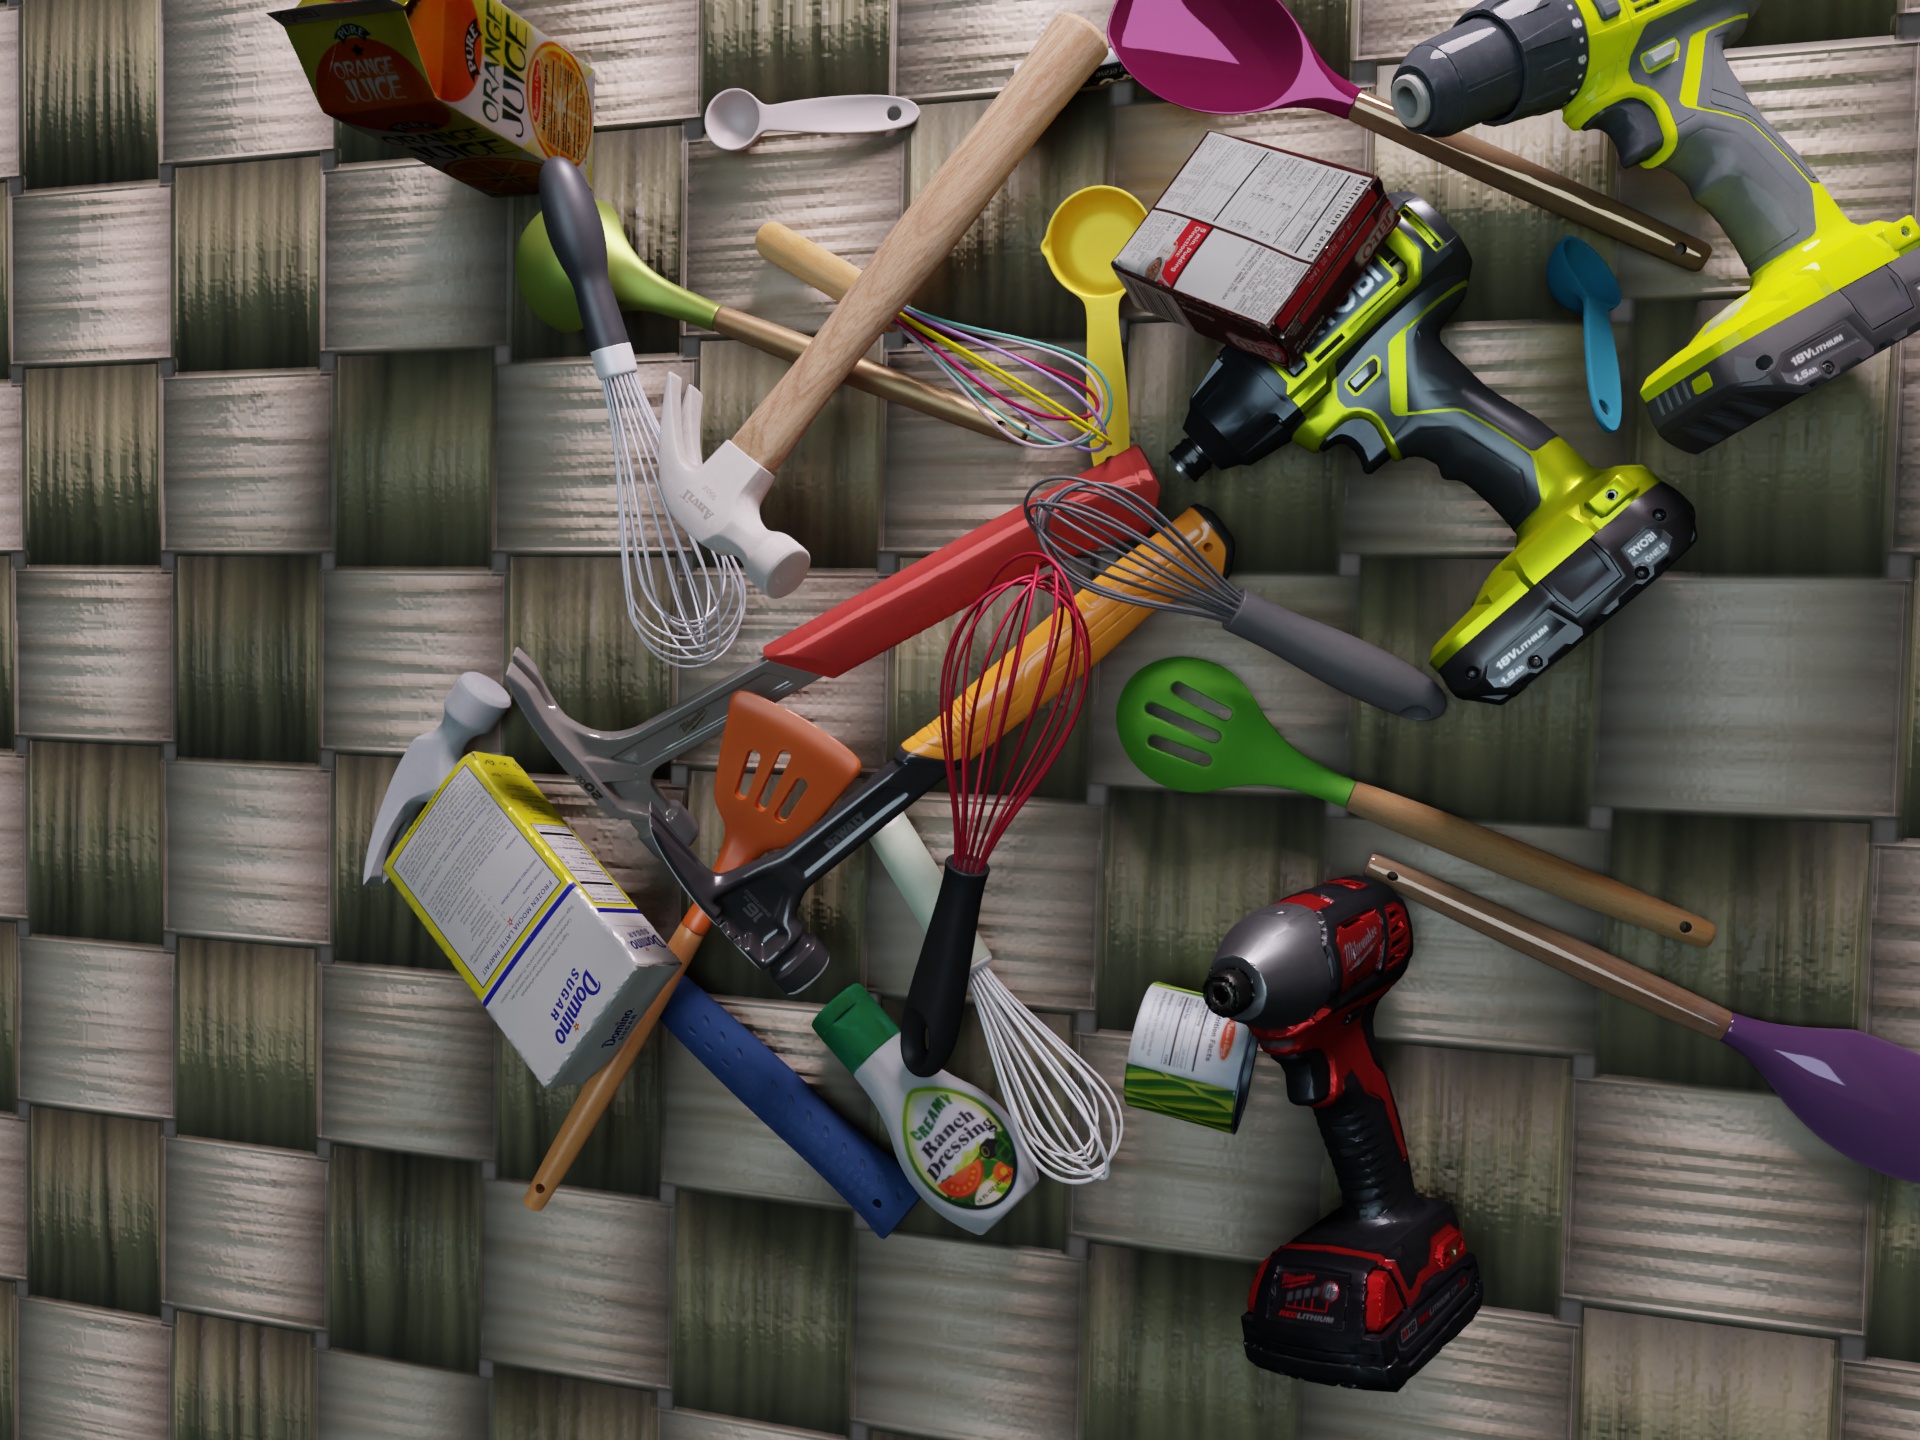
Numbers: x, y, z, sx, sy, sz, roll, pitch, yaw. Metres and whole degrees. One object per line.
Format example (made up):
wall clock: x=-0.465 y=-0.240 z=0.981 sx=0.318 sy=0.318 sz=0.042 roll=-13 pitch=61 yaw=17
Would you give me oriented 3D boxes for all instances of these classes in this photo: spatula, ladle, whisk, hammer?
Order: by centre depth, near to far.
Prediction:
spatula: x=0.346 y=0.139 z=0.775 sx=0.316 sy=0.018 sz=0.060 roll=25 pitch=99 yaw=14
whisk: x=0.138 y=-0.057 z=0.785 sx=0.239 sy=0.055 sz=0.055 roll=25 pitch=100 yaw=-8
whisk: x=0.008 y=0.056 z=0.800 sx=0.073 sy=0.073 sz=0.295 roll=19 pitch=113 yaw=15
hammer: x=-0.001 y=-0.003 z=0.829 sx=0.337 sy=0.034 sz=0.127 roll=-39 pitch=110 yaw=3
hammer: x=-0.040 y=-0.228 z=0.829 sx=0.130 sy=0.031 sz=0.331 roll=40 pitch=93 yaw=25
whisk: x=-0.017 y=-0.210 z=0.853 sx=0.245 sy=0.047 sz=0.051 roll=35 pitch=126 yaw=20
hammer: x=-0.061 y=-0.056 z=0.858 sx=0.359 sy=0.037 sz=0.149 roll=-28 pitch=119 yaw=12
whisk: x=0.011 y=0.142 z=0.866 sx=0.058 sy=0.059 sz=0.246 roll=-28 pitch=78 yaw=-21
whisk: x=-0.182 y=-0.166 z=0.876 sx=0.070 sy=0.070 sz=0.284 roll=-12 pitch=103 yaw=17
spatula: x=-0.163 y=0.137 z=0.880 sx=0.081 sy=0.041 sz=0.322 roll=31 pitch=95 yaw=4
ladle: x=-0.108 y=-0.216 z=0.896 sx=0.320 sy=0.062 sz=0.078 roll=22 pitch=99 yaw=8
hammer: x=-0.185 y=0.152 z=0.928 sx=0.405 sy=0.035 sz=0.144 roll=40 pitch=102 yaw=12

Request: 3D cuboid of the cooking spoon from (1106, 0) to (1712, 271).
cooking spoon: x=0.219 y=-0.294 z=0.788 sx=0.319 sy=0.017 sz=0.068 roll=28 pitch=109 yaw=10

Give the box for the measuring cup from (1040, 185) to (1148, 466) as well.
measuring cup: x=0.078 y=-0.202 z=0.847 sx=0.062 sy=0.029 sz=0.156 roll=-1 pitch=103 yaw=13

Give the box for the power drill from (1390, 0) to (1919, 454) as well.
power drill: x=0.314 y=-0.242 z=0.710 sx=0.190 sy=0.080 sz=0.228 roll=-28 pitch=85 yaw=-15

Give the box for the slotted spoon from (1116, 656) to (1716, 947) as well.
slotted spoon: x=0.223 y=0.046 z=0.806 sx=0.314 sy=0.031 sz=0.070 roll=23 pitch=94 yaw=14

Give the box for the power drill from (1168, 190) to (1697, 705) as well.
power drill: x=0.224 y=-0.121 z=0.776 sx=0.171 sy=0.080 sz=0.223 roll=-43 pitch=76 yaw=13

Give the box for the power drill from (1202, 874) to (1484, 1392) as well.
power drill: x=0.176 y=0.193 z=0.764 sx=0.078 sy=0.143 sz=0.219 roll=-9 pitch=91 yaw=42

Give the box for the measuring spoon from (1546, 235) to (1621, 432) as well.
measuring spoon: x=0.291 y=-0.177 z=0.745 sx=0.042 sy=0.129 sz=0.021 roll=27 pitch=142 yaw=-22

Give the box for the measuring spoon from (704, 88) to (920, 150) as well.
measuring spoon: x=-0.082 y=-0.337 z=0.894 sx=0.124 sy=0.018 sz=0.034 roll=2 pitch=92 yaw=10
